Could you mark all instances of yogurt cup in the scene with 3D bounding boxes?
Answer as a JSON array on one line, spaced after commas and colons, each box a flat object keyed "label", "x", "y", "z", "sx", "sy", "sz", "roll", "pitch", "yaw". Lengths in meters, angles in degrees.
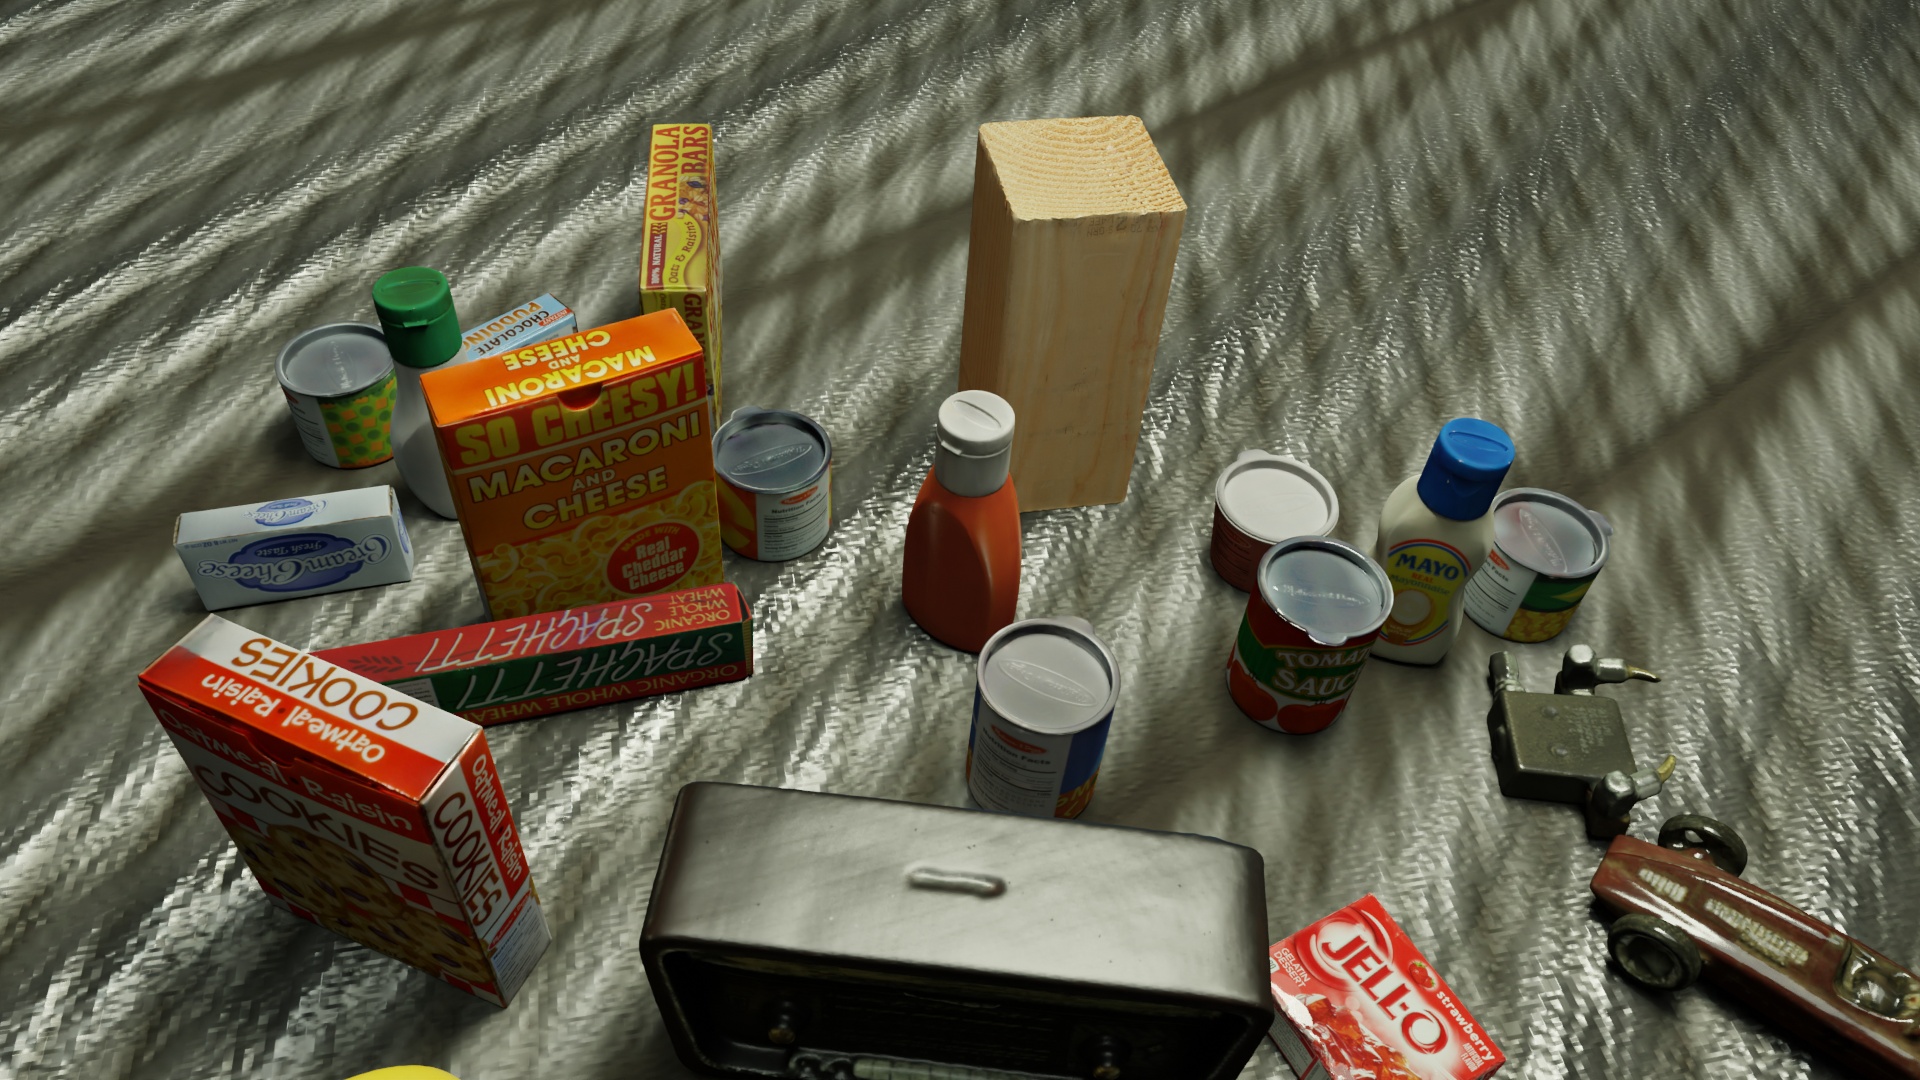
[{"label": "yogurt cup", "x": 0.173, "y": -0.006, "z": 0.781, "sx": 0.072, "sy": 0.053, "sz": 0.073, "roll": 3, "pitch": 47, "yaw": -3}]

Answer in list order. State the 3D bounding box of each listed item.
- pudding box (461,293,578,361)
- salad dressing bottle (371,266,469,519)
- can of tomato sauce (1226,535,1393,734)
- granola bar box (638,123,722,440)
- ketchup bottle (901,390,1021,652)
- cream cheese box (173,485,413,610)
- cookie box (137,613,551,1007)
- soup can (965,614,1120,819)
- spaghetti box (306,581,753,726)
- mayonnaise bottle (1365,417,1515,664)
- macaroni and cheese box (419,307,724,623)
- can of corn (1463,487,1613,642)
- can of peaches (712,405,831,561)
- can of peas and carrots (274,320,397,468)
[{"label": "pudding box", "x": -0.271, "y": -0.108, "z": 0.837, "sx": 0.030, "sy": 0.049, "sz": 0.084, "roll": 36, "pitch": 54, "yaw": 25}, {"label": "salad dressing bottle", "x": -0.277, "y": -0.076, "z": 0.741, "sx": 0.064, "sy": 0.146, "sz": 0.044, "roll": -10, "pitch": 49, "yaw": -14}, {"label": "can of tomato sauce", "x": 0.176, "y": 0.051, "z": 0.709, "sx": 0.071, "sy": 0.082, "sz": 0.071, "roll": 3, "pitch": 47, "yaw": -3}, {"label": "granola bar box", "x": -0.166, "y": -0.153, "z": 0.838, "sx": 0.039, "sy": 0.123, "sz": 0.166, "roll": -2, "pitch": 48, "yaw": -7}, {"label": "ketchup bottle", "x": 0.003, "y": -0.009, "z": 0.703, "sx": 0.065, "sy": 0.148, "sz": 0.044, "roll": 32, "pitch": 53, "yaw": 23}, {"label": "cream cheese box", "x": -0.344, "y": 0.004, "z": 0.724, "sx": 0.104, "sy": 0.053, "sz": 0.024, "roll": -9, "pitch": 49, "yaw": -13}, {"label": "cookie box", "x": -0.239, "y": 0.114, "z": 0.555, "sx": 0.123, "sy": 0.166, "sz": 0.040, "roll": 19, "pitch": 49, "yaw": 12}, {"label": "soup can", "x": 0.039, "y": 0.086, "z": 0.663, "sx": 0.071, "sy": 0.083, "sz": 0.072, "roll": 3, "pitch": 47, "yaw": -3}, {"label": "spaghetti box", "x": -0.227, "y": 0.065, "z": 0.681, "sx": 0.250, "sy": 0.049, "sz": 0.029, "roll": -10, "pitch": 49, "yaw": -14}, {"label": "mayonnaise bottle", "x": 0.241, "y": 0.002, "z": 0.715, "sx": 0.065, "sy": 0.147, "sz": 0.041, "roll": 16, "pitch": 48, "yaw": 9}, {"label": "macaroni and cheese box", "x": -0.184, "y": -0.024, "z": 0.688, "sx": 0.124, "sy": 0.165, "sz": 0.040, "roll": -20, "pitch": 52, "yaw": -22}, {"label": "can of corn", "x": 0.318, "y": 0.014, "z": 0.773, "sx": 0.071, "sy": 0.058, "sz": 0.071, "roll": 3, "pitch": 47, "yaw": -3}, {"label": "can of peaches", "x": -0.106, "y": -0.032, "z": 0.776, "sx": 0.071, "sy": 0.057, "sz": 0.071, "roll": 3, "pitch": 47, "yaw": -3}, {"label": "can of peas and carrots", "x": -0.350, "y": -0.085, "z": 0.802, "sx": 0.071, "sy": 0.058, "sz": 0.071, "roll": 3, "pitch": 47, "yaw": -3}]
